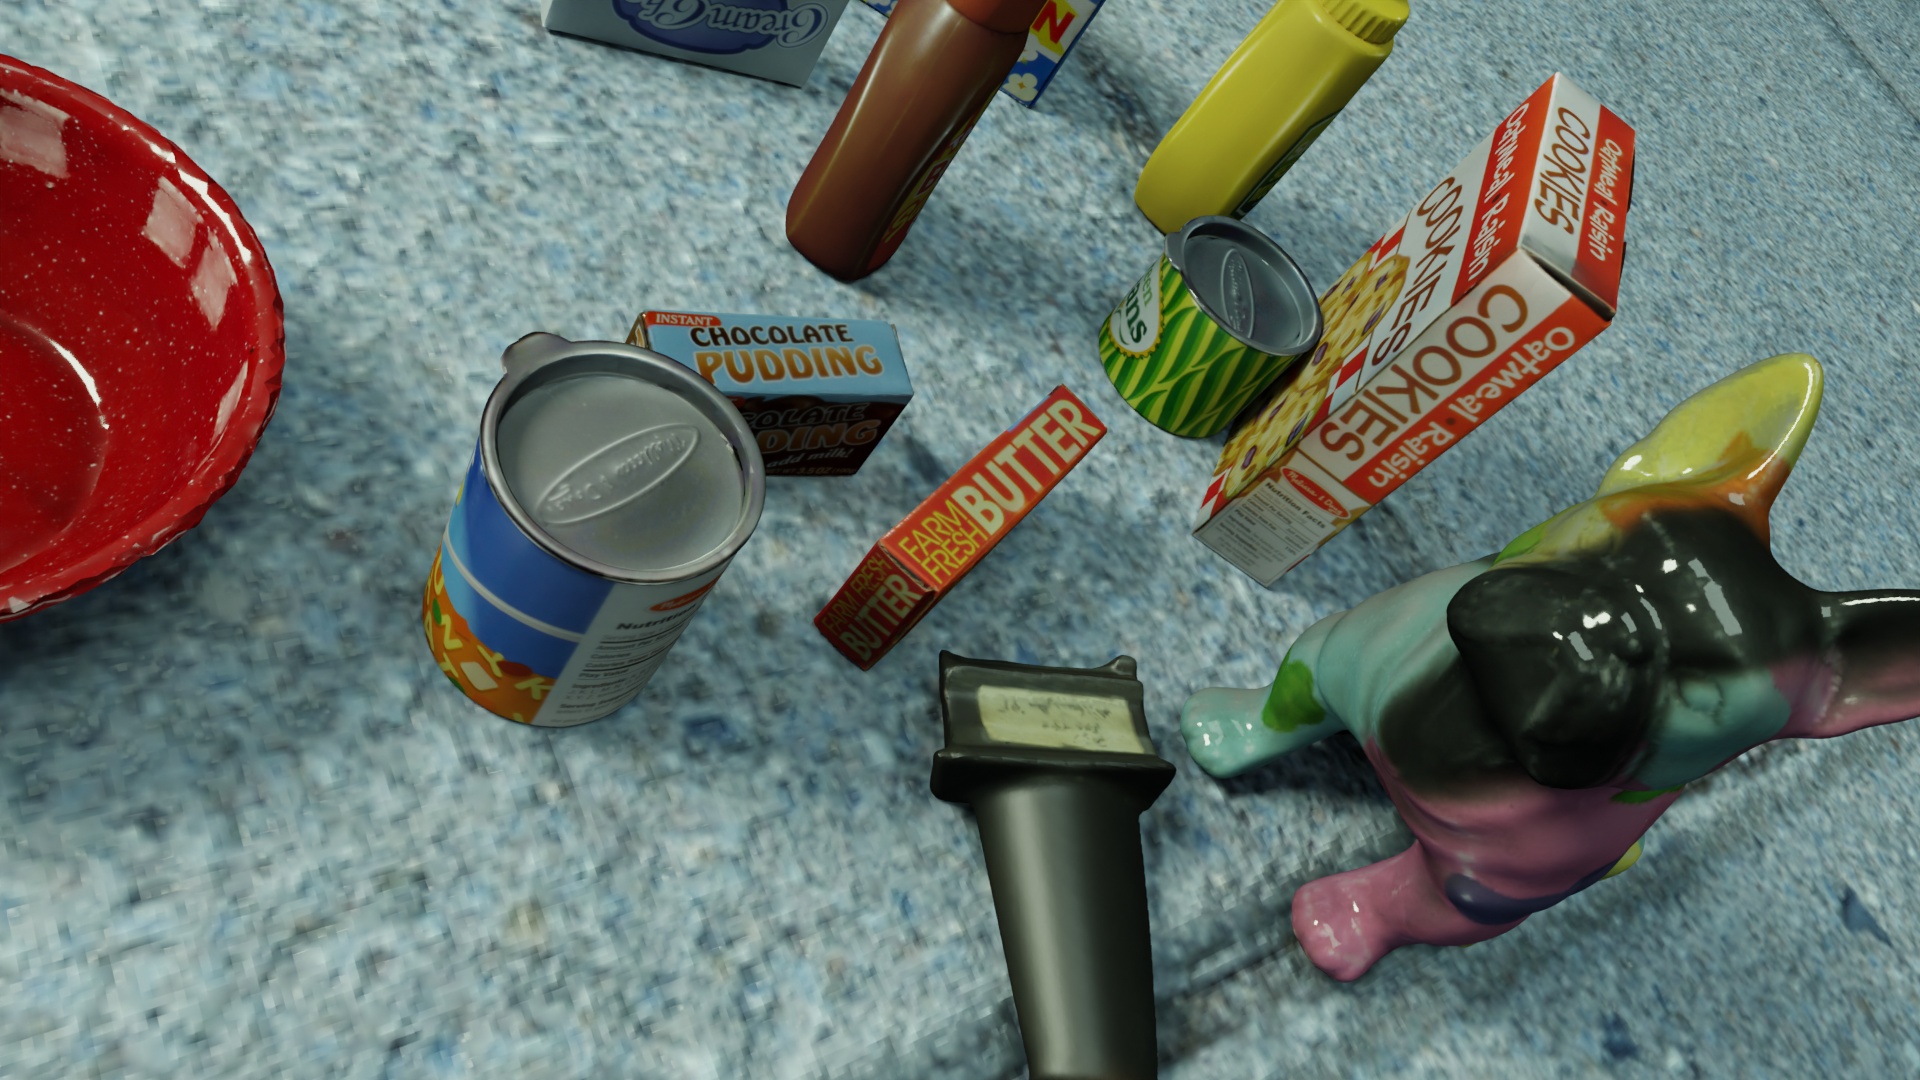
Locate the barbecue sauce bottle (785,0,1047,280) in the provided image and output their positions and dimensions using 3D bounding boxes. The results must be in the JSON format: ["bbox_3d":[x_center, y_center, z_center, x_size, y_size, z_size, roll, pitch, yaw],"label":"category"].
[{"bbox_3d":[-0.010,-0.154,0.463,0.043,0.147,0.065,33,48,-9],"label":"barbecue sauce bottle"}]

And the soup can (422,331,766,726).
[{"bbox_3d":[-0.096,-0.001,0.349,0.071,0.083,0.072,16,53,-22],"label":"soup can"}]

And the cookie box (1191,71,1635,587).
[{"bbox_3d":[0.161,-0.072,0.499,0.040,0.166,0.123,36,48,-6],"label":"cookie box"}]

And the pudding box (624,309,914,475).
[{"bbox_3d":[-0.062,-0.044,0.422,0.084,0.049,0.030,-2,61,-33],"label":"pudding box"}]

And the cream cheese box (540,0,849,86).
[{"bbox_3d":[-0.096,-0.202,0.506,0.104,0.053,0.024,3,59,-30],"label":"cream cheese box"}]

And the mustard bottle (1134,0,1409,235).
[{"bbox_3d":[0.134,-0.188,0.566,0.049,0.159,0.065,45,48,3],"label":"mustard bottle"}]

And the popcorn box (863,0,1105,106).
[{"bbox_3d":[0.002,-0.252,0.579,0.126,0.084,0.038,29,49,-12],"label":"popcorn box"}]

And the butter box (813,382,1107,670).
[{"bbox_3d":[0.002,-0.005,0.433,0.024,0.053,0.104,45,48,2],"label":"butter box"}]

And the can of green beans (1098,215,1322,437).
[{"bbox_3d":[0.096,-0.082,0.540,0.071,0.057,0.071,16,53,-22],"label":"can of green beans"}]
